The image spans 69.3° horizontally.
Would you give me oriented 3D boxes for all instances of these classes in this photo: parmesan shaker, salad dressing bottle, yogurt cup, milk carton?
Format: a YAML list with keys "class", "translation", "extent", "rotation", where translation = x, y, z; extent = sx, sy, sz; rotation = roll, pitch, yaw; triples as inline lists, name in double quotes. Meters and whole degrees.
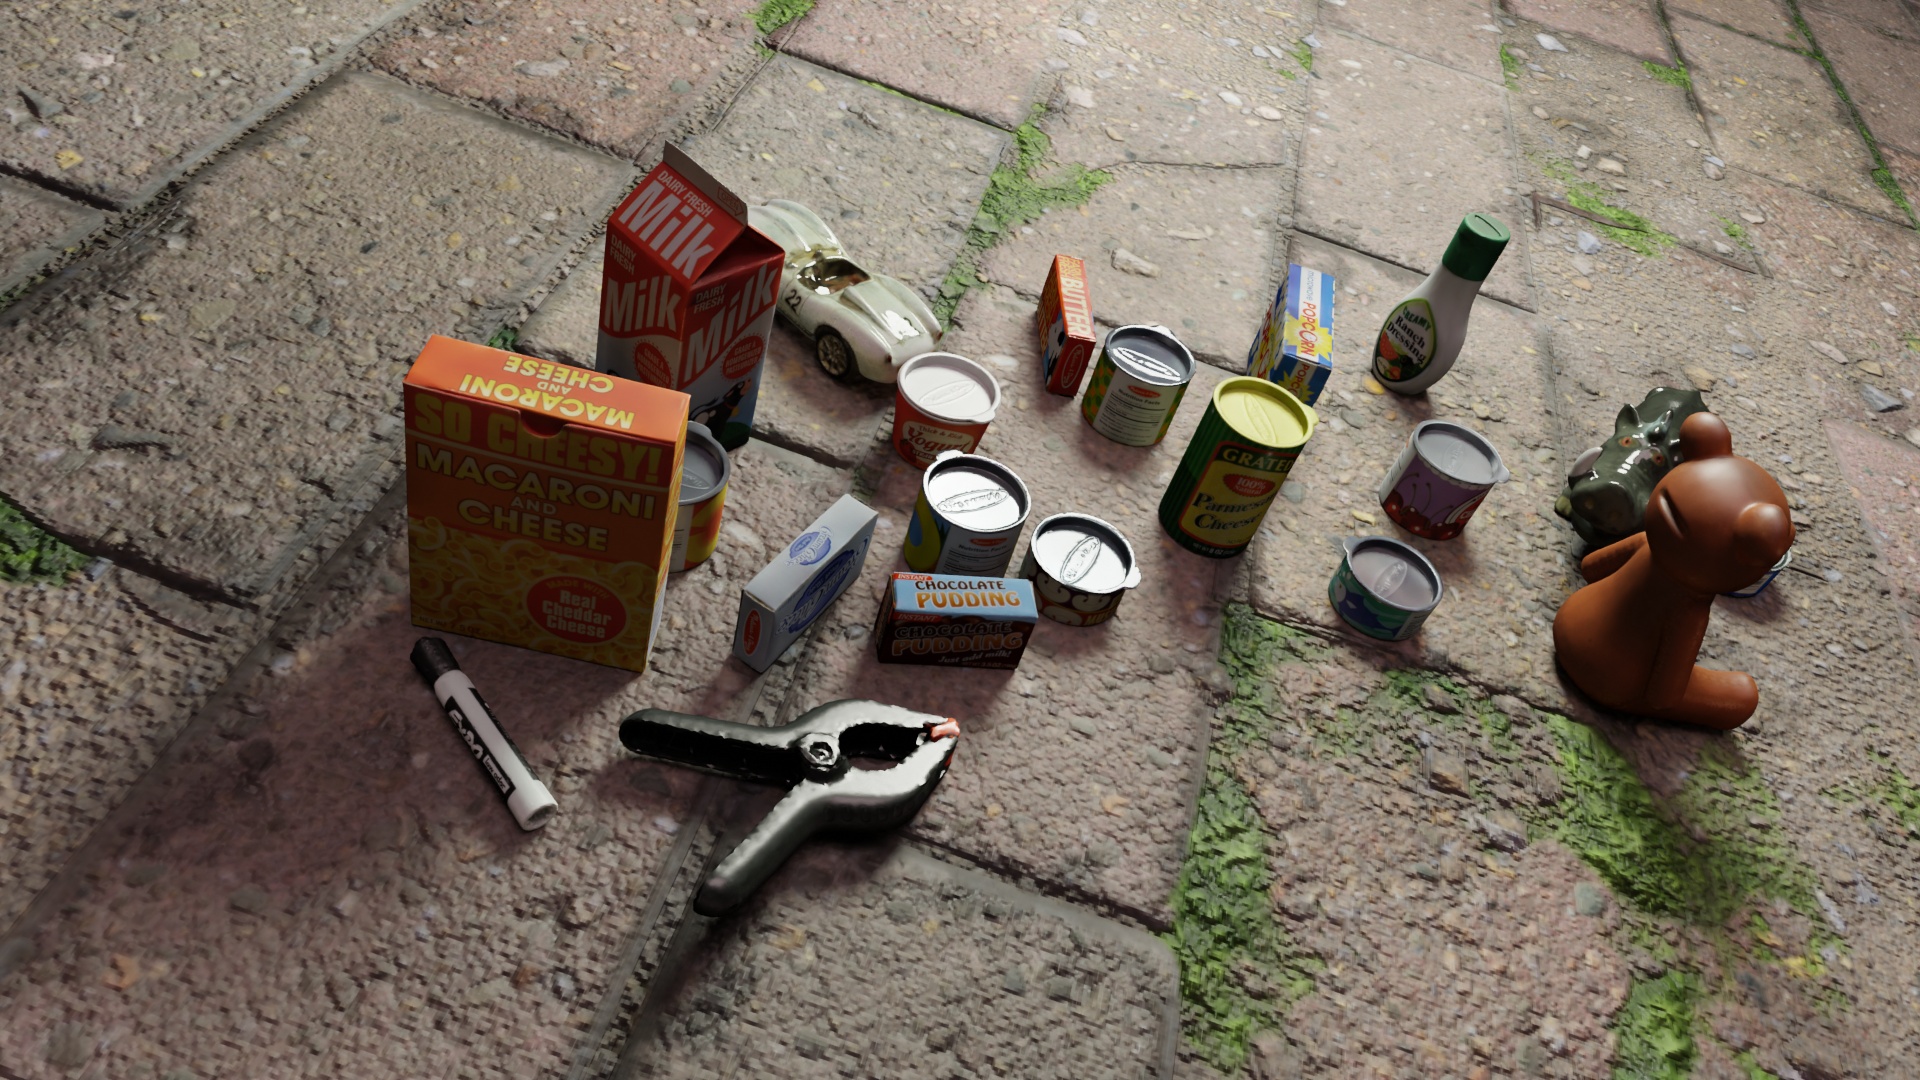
- class: "parmesan shaker"
  translation: [0.179, -0.045, 0.898]
  extent: [0.071, 0.102, 0.072]
  rotation: [10, 44, -10]
- class: "salad dressing bottle"
  translation: [0.369, -0.181, 1.068]
  extent: [0.044, 0.146, 0.064]
  rotation: [-12, 51, -29]
- class: "yogurt cup"
  translation: [-0.013, -0.081, 0.903]
  extent: [0.072, 0.053, 0.073]
  rotation: [10, 44, -10]
- class: "milk carton"
  translation: [-0.158, -0.132, 0.804]
  extent: [0.072, 0.189, 0.074]
  rotation: [40, 47, 21]

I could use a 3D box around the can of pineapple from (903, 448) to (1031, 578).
- class: "can of pineapple"
  translation: [0.003, -0.010, 0.834]
  extent: [0.071, 0.057, 0.071]
  rotation: [10, 44, -10]

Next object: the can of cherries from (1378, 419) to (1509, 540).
- class: "can of cherries"
  translation: [0.341, -0.041, 0.982]
  extent: [0.071, 0.058, 0.072]
  rotation: [10, 44, -10]

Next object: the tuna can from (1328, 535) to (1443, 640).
- class: "tuna can"
  translation: [0.275, 0.030, 0.907]
  extent: [0.071, 0.032, 0.071]
  rotation: [10, 44, -10]

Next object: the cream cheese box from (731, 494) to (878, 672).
- class: "cream cheese box"
  translation: [-0.086, 0.022, 0.773]
  extent: [0.024, 0.053, 0.104]
  rotation: [31, 44, 12]

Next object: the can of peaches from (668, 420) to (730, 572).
- class: "can of peaches"
  translation: [-0.166, -0.026, 0.790]
  extent: [0.071, 0.057, 0.071]
  rotation: [10, 44, -10]

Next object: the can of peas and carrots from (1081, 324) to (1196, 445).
- class: "can of peas and carrots"
  translation: [0.125, -0.110, 0.976]
  extent: [0.071, 0.058, 0.071]
  rotation: [10, 44, -10]

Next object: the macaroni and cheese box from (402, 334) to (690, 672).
- class: "macaroni and cheese box"
  translation: [-0.205, -0.012, 0.684]
  extent: [0.124, 0.165, 0.040]
  rotation: [13, 44, -7]

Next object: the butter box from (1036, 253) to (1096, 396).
- class: "butter box"
  translation: [0.076, -0.158, 1.011]
  extent: [0.024, 0.052, 0.104]
  rotation: [9, 44, -11]

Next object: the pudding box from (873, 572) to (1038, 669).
- class: "pudding box"
  translation: [-0.003, 0.045, 0.782]
  extent: [0.084, 0.049, 0.030]
  rotation: [4, 45, -15]

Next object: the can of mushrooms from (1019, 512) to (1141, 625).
- class: "can of mushrooms"
  translation: [0.073, 0.019, 0.847]
  extent: [0.071, 0.033, 0.071]
  rotation: [10, 44, -10]

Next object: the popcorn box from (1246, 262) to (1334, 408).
- class: "popcorn box"
  translation: [0.241, -0.134, 1.022]
  extent: [0.038, 0.084, 0.127]
  rotation: [19, 43, -1]
